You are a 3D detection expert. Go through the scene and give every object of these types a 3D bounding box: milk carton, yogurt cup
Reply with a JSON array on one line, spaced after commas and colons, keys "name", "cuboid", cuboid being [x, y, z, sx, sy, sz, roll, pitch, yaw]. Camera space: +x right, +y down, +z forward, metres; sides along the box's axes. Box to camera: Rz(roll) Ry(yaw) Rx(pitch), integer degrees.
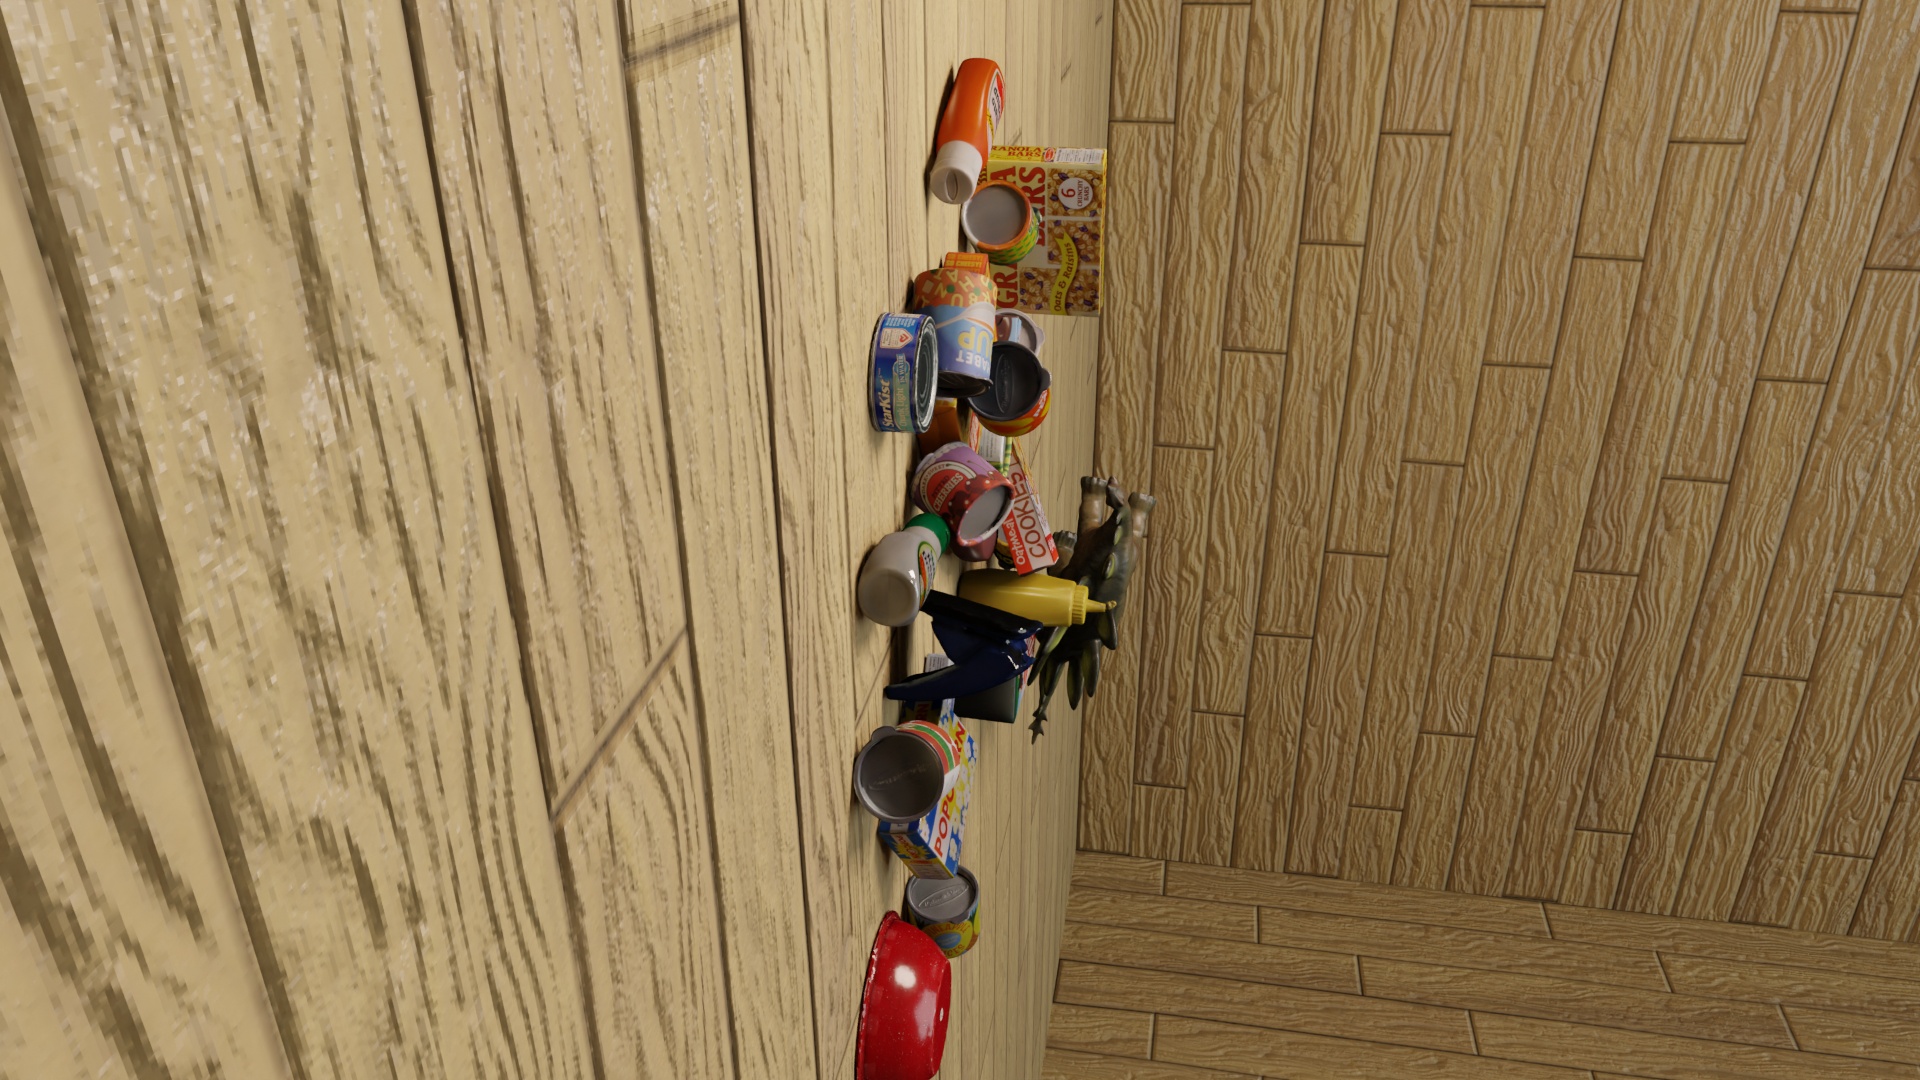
[{"name": "milk carton", "cuboid": [0.037, 0.112, 1.463, 0.191, 0.072, 0.073, -67, 160, -66]}, {"name": "yogurt cup", "cuboid": [0.046, -0.196, 1.403, 0.054, 0.072, 0.072, 76, 19, -88]}]

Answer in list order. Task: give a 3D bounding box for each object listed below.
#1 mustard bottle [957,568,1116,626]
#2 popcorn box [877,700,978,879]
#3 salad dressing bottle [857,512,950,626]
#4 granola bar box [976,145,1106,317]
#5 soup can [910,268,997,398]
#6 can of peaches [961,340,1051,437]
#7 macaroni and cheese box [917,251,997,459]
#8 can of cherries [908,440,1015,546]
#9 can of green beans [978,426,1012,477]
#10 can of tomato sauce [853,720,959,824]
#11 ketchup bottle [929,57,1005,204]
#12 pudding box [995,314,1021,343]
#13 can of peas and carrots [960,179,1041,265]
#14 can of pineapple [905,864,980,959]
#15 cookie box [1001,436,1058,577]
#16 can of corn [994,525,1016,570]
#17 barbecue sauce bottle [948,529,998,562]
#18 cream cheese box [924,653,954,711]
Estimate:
[{"name": "mustard bottle", "cuboid": [0.079, 0.062, 1.421, 0.065, 0.160, 0.048, -60, 154, -68]}, {"name": "popcorn box", "cuboid": [-0.025, 0.206, 1.154, 0.085, 0.038, 0.127, 59, 32, -45]}, {"name": "salad dressing bottle", "cuboid": [-0.038, 0.017, 1.027, 0.148, 0.044, 0.064, -61, 153, -70]}, {"name": "granola bar box", "cuboid": [0.078, -0.301, 1.355, 0.039, 0.124, 0.164, -76, 167, -48]}, {"name": "soup can", "cuboid": [-0.005, -0.158, 1.066, 0.071, 0.071, 0.084, 56, 39, -76]}, {"name": "can of peaches", "cuboid": [0.040, -0.121, 1.116, 0.058, 0.071, 0.071, 48, 47, -77]}, {"name": "macaroni and cheese box", "cuboid": [-0.003, -0.144, 1.187, 0.123, 0.040, 0.167, 80, 18, -57]}, {"name": "can of cherries", "cuboid": [0.001, -0.037, 1.117, 0.072, 0.058, 0.071, -35, 150, -23]}, {"name": "can of green beans", "cuboid": [0.014, -0.090, 1.265, 0.071, 0.058, 0.071, 2, 92, -81]}, {"name": "can of tomato sauce", "cuboid": [-0.039, 0.168, 1.031, 0.083, 0.071, 0.071, 15, 80, -82]}, {"name": "ketchup bottle", "cuboid": [0.005, -0.331, 1.136, 0.064, 0.043, 0.149, 85, 13, -47]}, {"name": "pudding box", "cuboid": [0.032, -0.178, 1.359, 0.030, 0.050, 0.083, -13, 107, -82]}, {"name": "can of peas and carrots", "cuboid": [0.039, -0.294, 1.281, 0.059, 0.071, 0.071, 17, 78, -80]}, {"name": "can of pineapple", "cuboid": [-0.015, 0.336, 1.255, 0.071, 0.071, 0.057, -75, 166, -51]}, {"name": "cookie box", "cuboid": [0.053, -0.051, 1.392, 0.123, 0.040, 0.167, -19, 90, -83]}, {"name": "can of corn", "cuboid": [0.065, -0.007, 1.613, 0.058, 0.071, 0.071, 75, 21, -64]}, {"name": "barbecue sauce bottle", "cuboid": [0.005, -0.016, 1.286, 0.148, 0.044, 0.065, 30, 58, -80]}, {"name": "cream cheese box", "cuboid": [-0.022, 0.157, 1.263, 0.053, 0.024, 0.104, 61, 34, -72]}]
